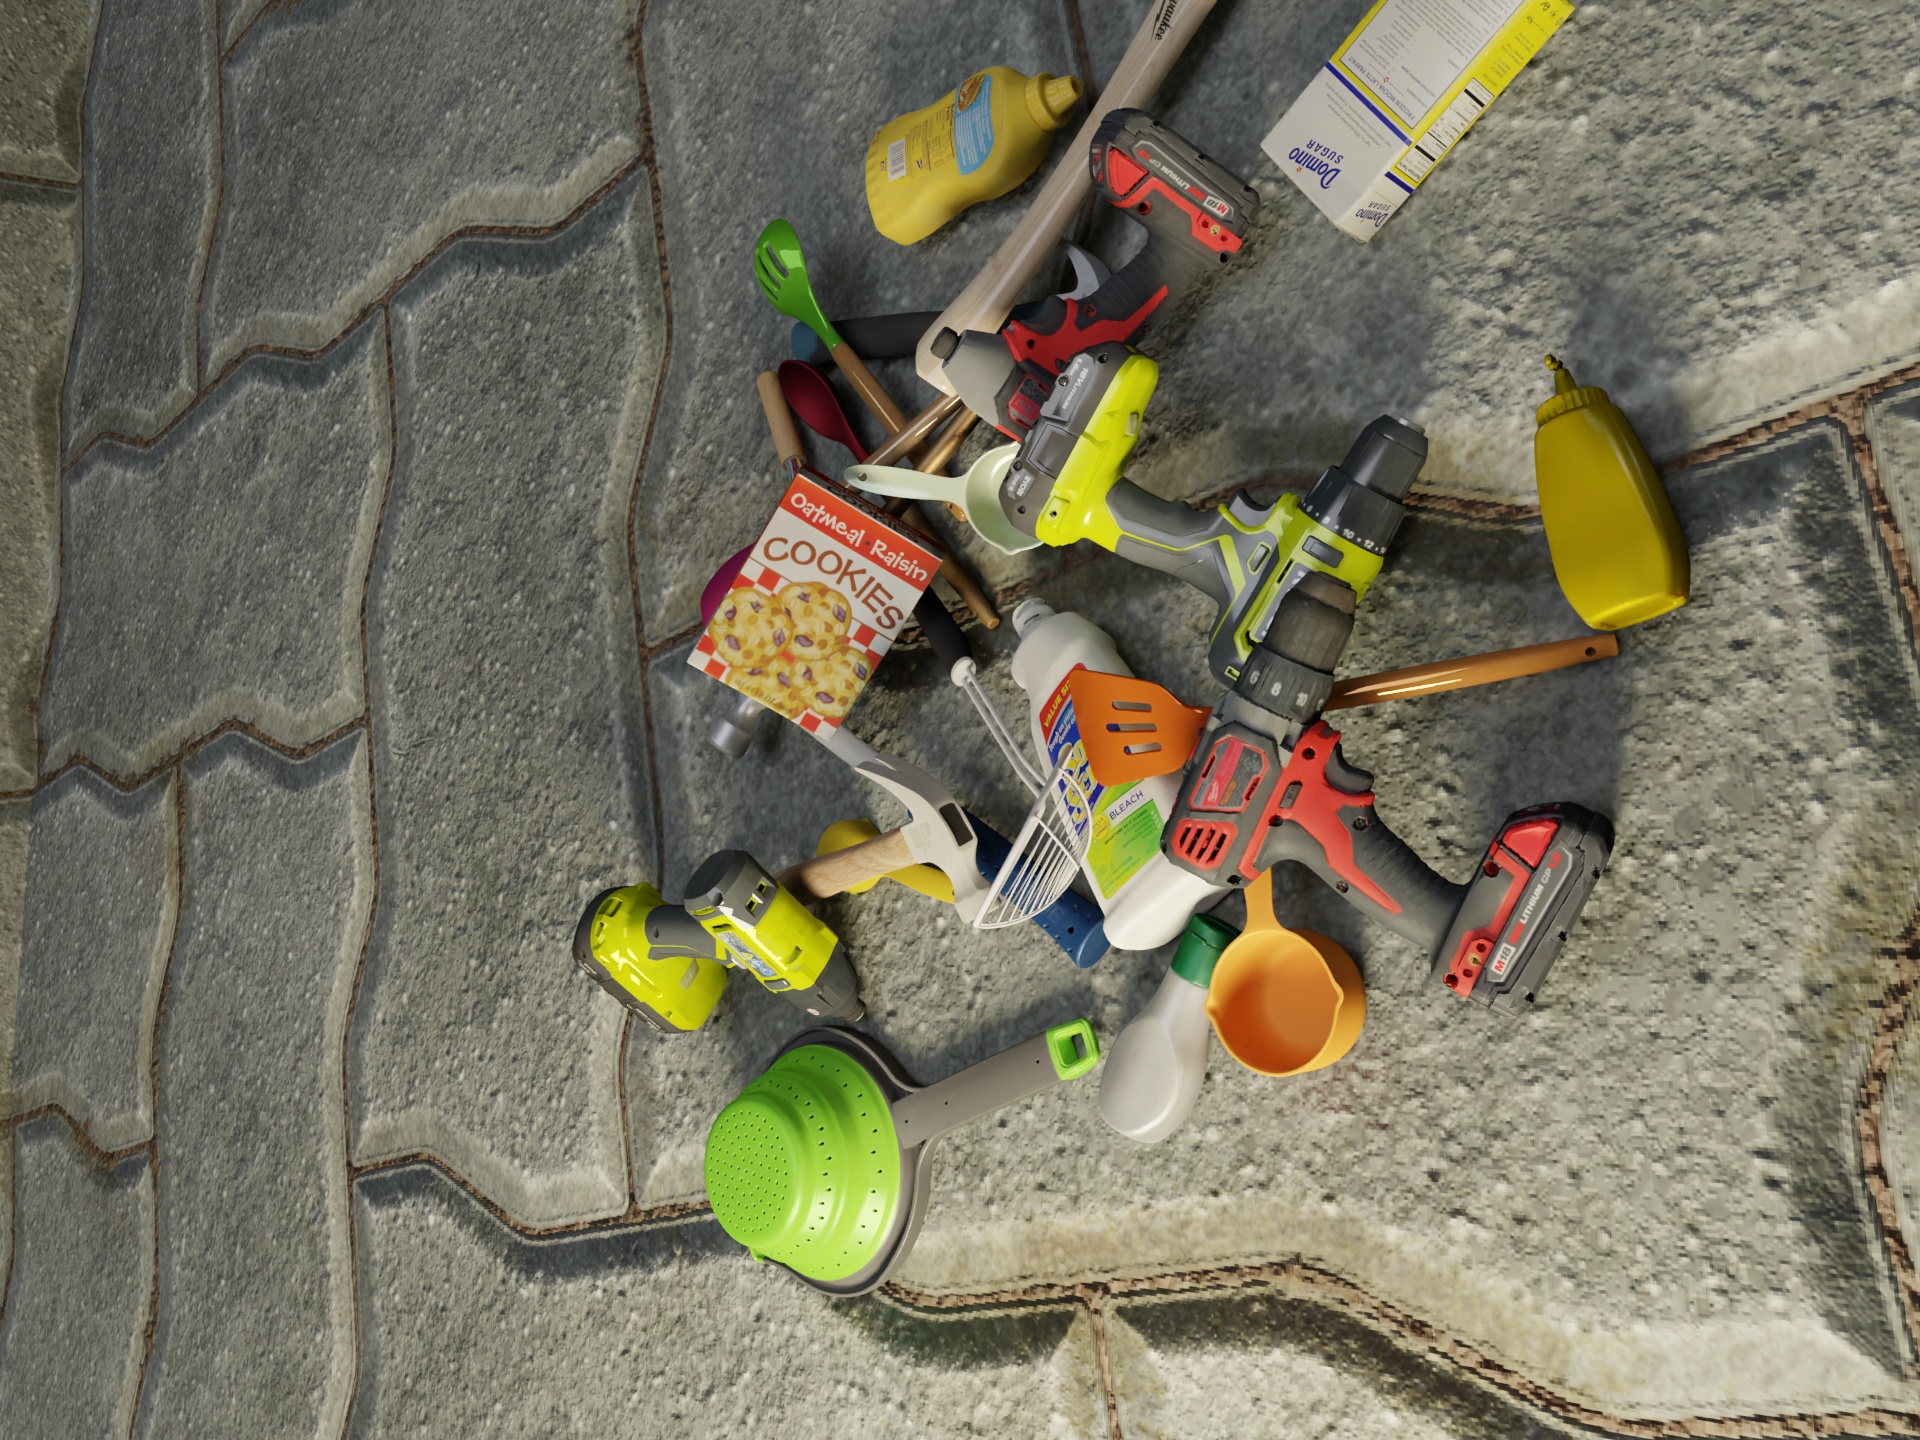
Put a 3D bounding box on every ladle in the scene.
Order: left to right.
[{"bbox_3d":[-0.057,-0.183,1.256,0.316,0.031,0.069,54,160,29],"label":"ladle"},{"bbox_3d":[-0.046,-0.165,1.185,0.078,0.062,0.320,43,112,3],"label":"ladle"}]

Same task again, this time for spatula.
[{"bbox_3d":[0.217,-0.017,0.943,0.322,0.041,0.081,-11,104,21],"label":"spatula"}]

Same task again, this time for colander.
[{"bbox_3d":[-0.070,0.300,1.159,0.397,0.094,0.205,-33,64,34],"label":"colander"}]

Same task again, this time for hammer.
[{"bbox_3d":[-0.101,0.115,1.207,0.331,0.031,0.130,-24,90,49],"label":"hammer"},{"bbox_3d":[-0.036,0.050,1.194,0.406,0.035,0.144,35,96,36],"label":"hammer"},{"bbox_3d":[-0.014,-0.301,1.234,0.331,0.033,0.128,7,90,42],"label":"hammer"},{"bbox_3d":[0.103,-0.402,1.109,0.146,0.038,0.410,43,105,35],"label":"hammer"}]

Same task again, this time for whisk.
[{"bbox_3d":[-0.135,-0.195,1.319,0.047,0.051,0.245,96,158,-58],"label":"whisk"}]

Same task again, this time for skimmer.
[{"bbox_3d":[-0.002,-0.003,1.087,0.127,0.090,0.364,-65,33,28],"label":"skimmer"}]

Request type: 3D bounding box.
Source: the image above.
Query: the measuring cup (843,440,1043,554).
[{"bbox_3d":[-0.001,-0.171,1.154,0.167,0.038,0.083,10,111,13],"label":"measuring cup"}]

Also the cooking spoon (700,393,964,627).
[{"bbox_3d":[-0.096,-0.172,1.233,0.319,0.017,0.069,-36,50,24],"label":"cooking spoon"}]

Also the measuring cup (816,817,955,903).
[{"bbox_3d":[-0.054,0.114,1.212,0.157,0.029,0.062,14,93,44],"label":"measuring cup"}]

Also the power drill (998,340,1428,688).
[{"bbox_3d":[0.158,-0.142,0.992,0.228,0.080,0.190,33,108,14],"label":"power drill"}]

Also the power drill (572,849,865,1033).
[{"bbox_3d":[-0.189,0.185,1.249,0.223,0.171,0.080,-15,36,45],"label":"power drill"}]

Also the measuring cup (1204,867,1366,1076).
[{"bbox_3d":[0.198,0.129,0.975,0.095,0.052,0.174,-16,72,39],"label":"measuring cup"}]

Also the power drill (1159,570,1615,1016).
[{"bbox_3d":[0.240,0.039,0.881,0.227,0.080,0.188,27,103,20],"label":"power drill"}]

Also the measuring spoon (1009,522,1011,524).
[{"bbox_3d":[0.060,-0.175,1.165,0.117,0.011,0.021,-40,60,30],"label":"measuring spoon"}]

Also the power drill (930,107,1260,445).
[{"bbox_3d":[0.086,-0.286,1.062,0.219,0.143,0.079,-57,16,13],"label":"power drill"}]

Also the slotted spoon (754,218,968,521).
[{"bbox_3d":[-0.082,-0.277,1.257,0.314,0.031,0.070,55,143,18],"label":"slotted spoon"}]
